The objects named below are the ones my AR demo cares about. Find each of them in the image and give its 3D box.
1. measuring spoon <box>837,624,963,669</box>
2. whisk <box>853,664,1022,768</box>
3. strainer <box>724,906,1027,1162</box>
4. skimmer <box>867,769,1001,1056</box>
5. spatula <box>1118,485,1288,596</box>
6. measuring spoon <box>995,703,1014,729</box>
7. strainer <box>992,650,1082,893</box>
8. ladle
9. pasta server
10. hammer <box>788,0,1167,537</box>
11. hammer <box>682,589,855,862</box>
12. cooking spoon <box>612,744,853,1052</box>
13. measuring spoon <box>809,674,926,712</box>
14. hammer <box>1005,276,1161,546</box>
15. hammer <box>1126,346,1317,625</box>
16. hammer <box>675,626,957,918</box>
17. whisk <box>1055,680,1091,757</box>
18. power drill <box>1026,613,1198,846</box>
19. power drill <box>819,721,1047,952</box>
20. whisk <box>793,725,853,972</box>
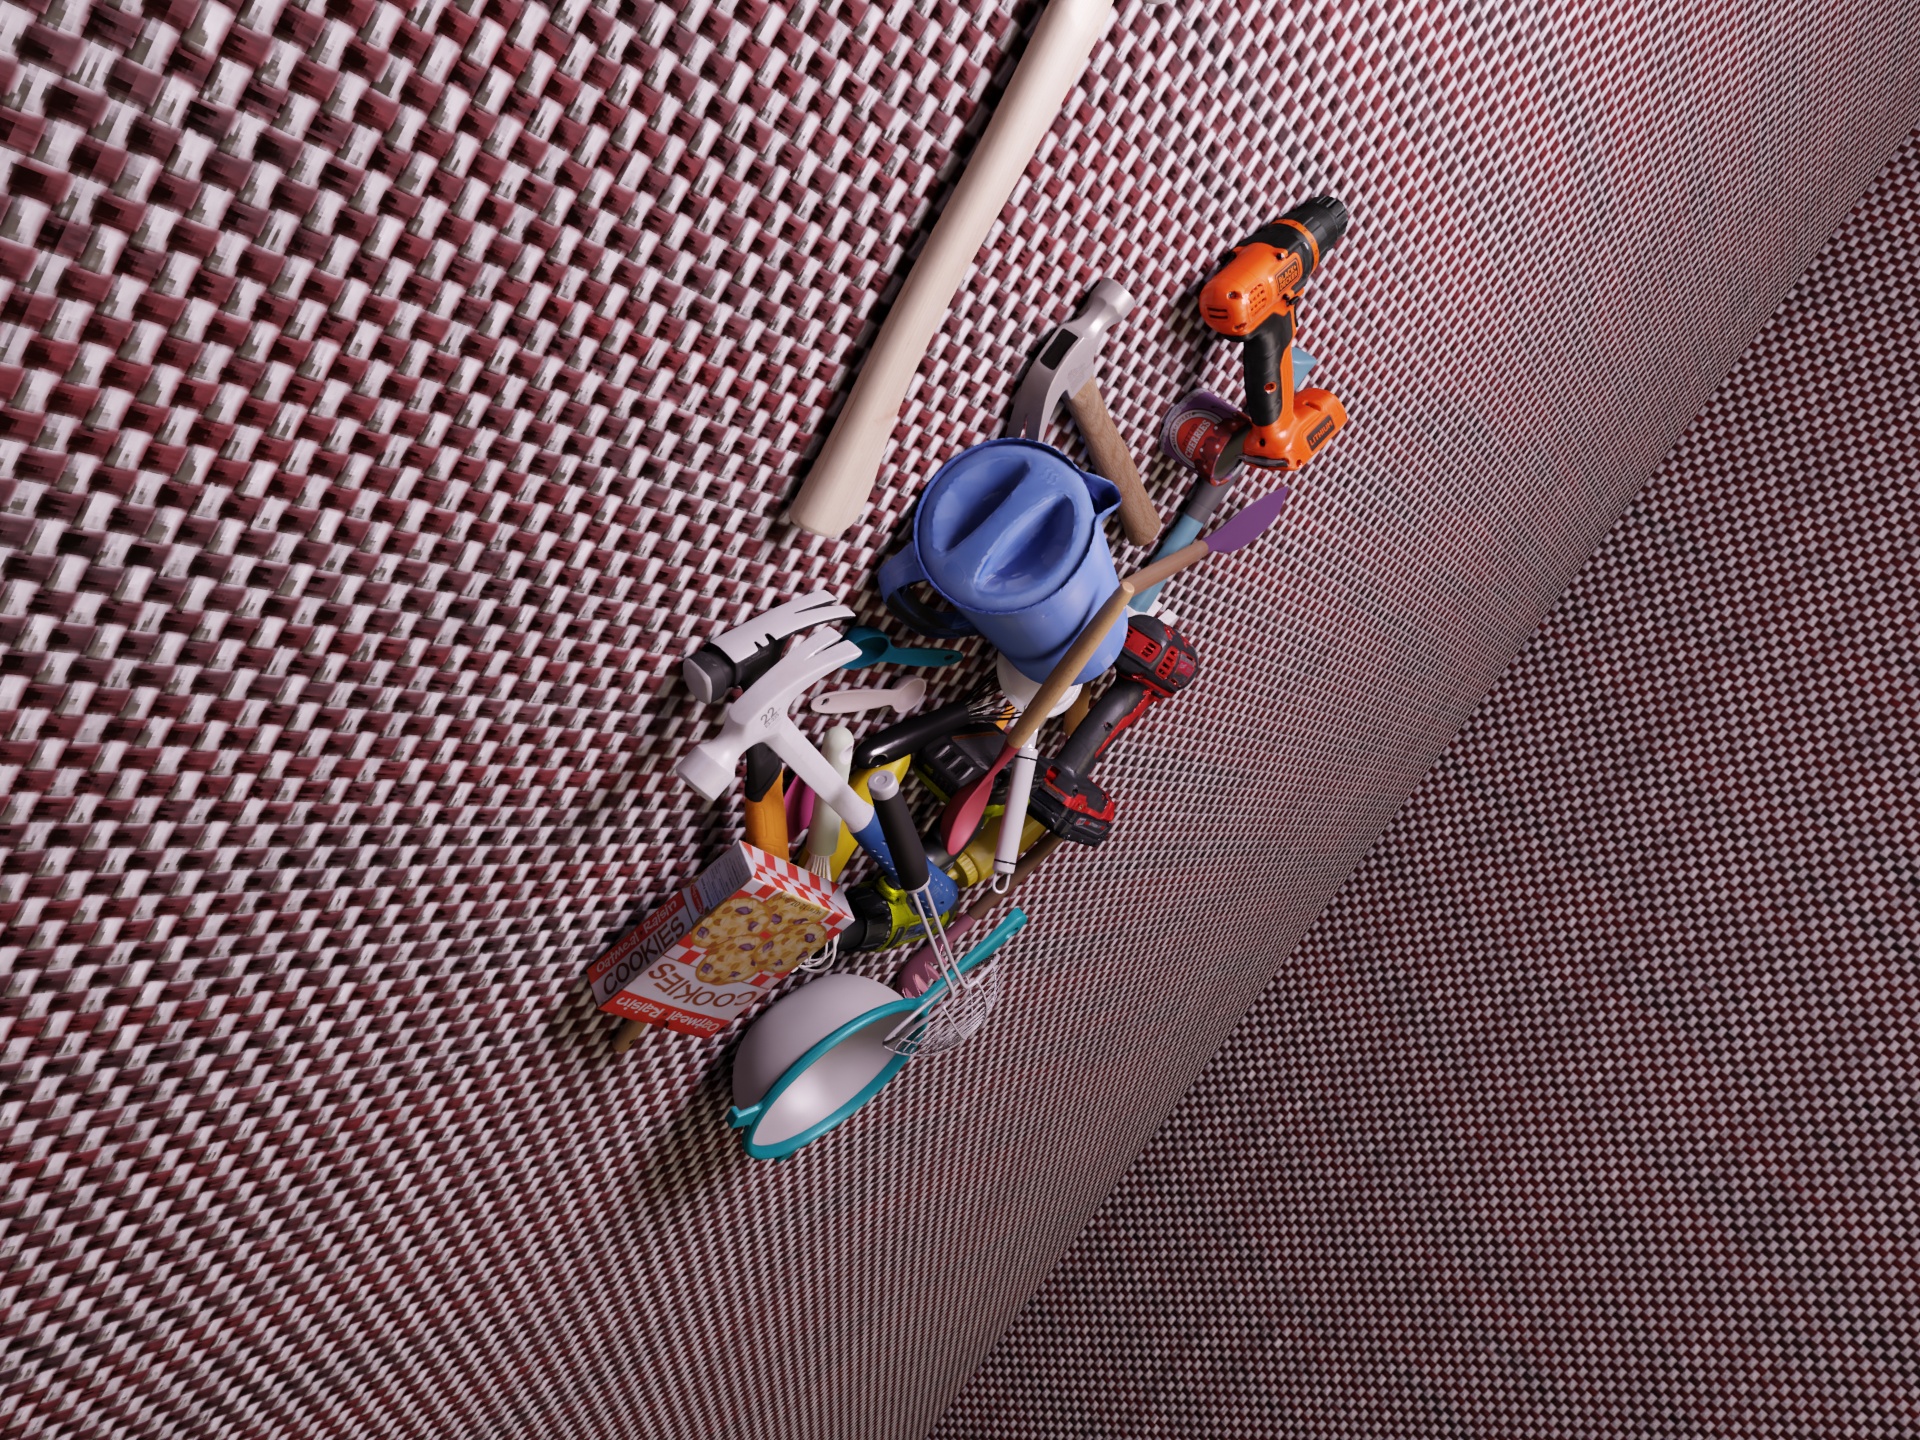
[{"bbox_3d":[-0.046,-0.057,1.213,0.128,0.021,0.042,2,144,-48],"label":"measuring spoon"},{"bbox_3d":[-0.003,-0.004,1.353,0.239,0.055,0.055,-25,145,-41],"label":"whisk"},{"bbox_3d":[-0.091,0.268,1.509,0.340,0.095,0.210,-40,156,-11],"label":"strainer"},{"bbox_3d":[-0.041,0.155,1.297,0.127,0.090,0.362,-36,137,-20],"label":"skimmer"},{"bbox_3d":[0.206,-0.149,1.463,0.316,0.018,0.059,-29,148,-38],"label":"spatula"},{"bbox_3d":[0.034,0.015,1.486,0.117,0.011,0.021,-57,155,15],"label":"measuring spoon"},{"bbox_3d":[0.060,0.021,1.354,0.086,0.050,0.258,13,87,-25],"label":"strainer"},{"bbox_3d":[0.054,0.002,1.243,0.069,0.031,0.315,-45,172,-48],"label":"ladle"},{"bbox_3d":[0.036,0.189,1.636,0.316,0.040,0.060,-45,173,20],"label":"pasta server"},{"bbox_3d":[-0.007,-0.292,0.953,0.146,0.038,0.410,-4,129,-56],"label":"hammer"},{"bbox_3d":[-0.141,0.054,1.186,0.127,0.034,0.336,-31,145,-31],"label":"hammer"},{"bbox_3d":[-0.186,0.140,1.279,0.319,0.017,0.068,-54,156,6],"label":"cooking spoon"},{"bbox_3d":[-0.075,-0.021,1.252,0.124,0.018,0.034,-7,132,-48],"label":"measuring spoon"},{"bbox_3d":[0.116,-0.216,1.275,0.130,0.031,0.331,-50,156,-2],"label":"hammer"},{"bbox_3d":[0.225,-0.200,1.482,0.331,0.033,0.128,-58,154,15],"label":"hammer"},{"bbox_3d":[-0.075,0.067,1.215,0.144,0.035,0.405,-48,151,-7],"label":"hammer"},{"bbox_3d":[0.112,0.023,1.596,0.047,0.051,0.244,-20,139,-22],"label":"whisk"},{"bbox_3d":[0.147,0.007,1.515,0.219,0.079,0.143,-57,153,7],"label":"power drill"},{"bbox_3d":[-0.036,0.117,1.435,0.190,0.080,0.228,-5,133,-57],"label":"power drill"},{"bbox_3d":[-0.114,0.108,1.284,0.058,0.059,0.246,-36,145,-50],"label":"whisk"}]
